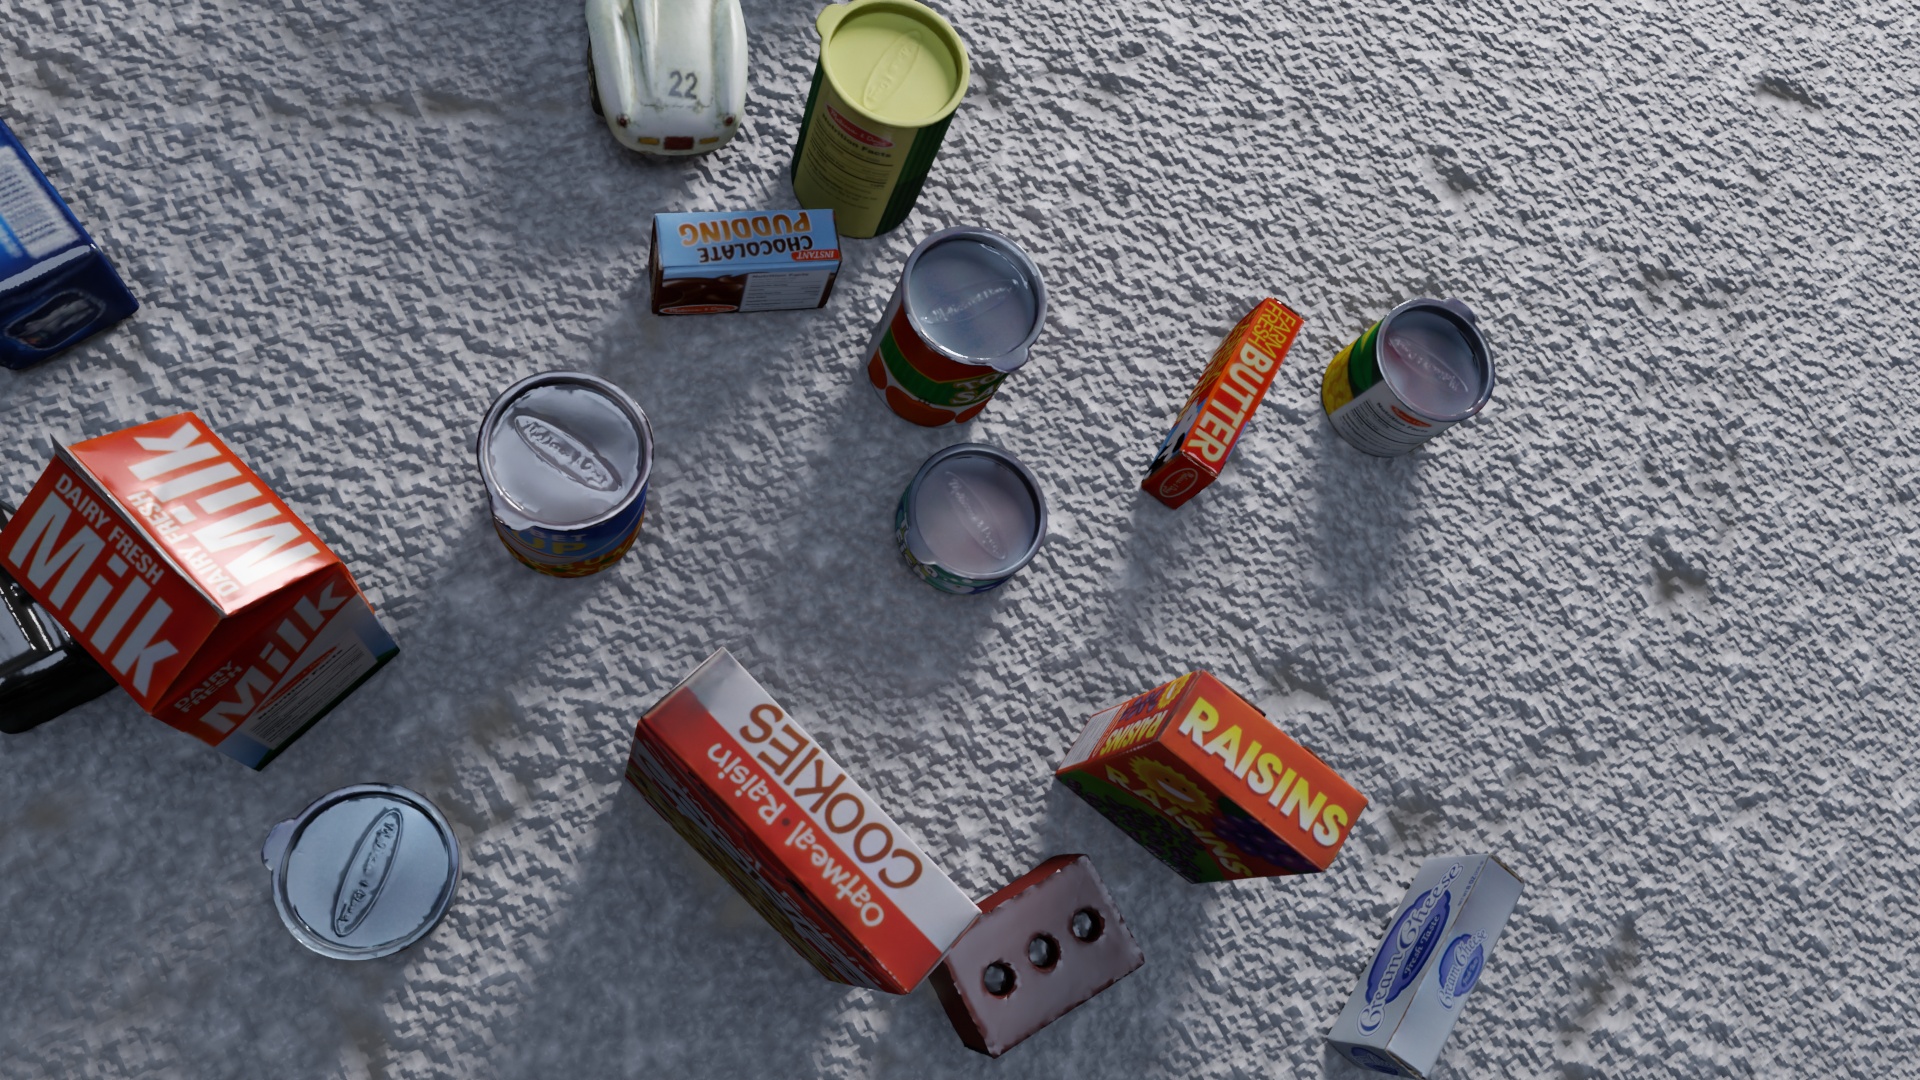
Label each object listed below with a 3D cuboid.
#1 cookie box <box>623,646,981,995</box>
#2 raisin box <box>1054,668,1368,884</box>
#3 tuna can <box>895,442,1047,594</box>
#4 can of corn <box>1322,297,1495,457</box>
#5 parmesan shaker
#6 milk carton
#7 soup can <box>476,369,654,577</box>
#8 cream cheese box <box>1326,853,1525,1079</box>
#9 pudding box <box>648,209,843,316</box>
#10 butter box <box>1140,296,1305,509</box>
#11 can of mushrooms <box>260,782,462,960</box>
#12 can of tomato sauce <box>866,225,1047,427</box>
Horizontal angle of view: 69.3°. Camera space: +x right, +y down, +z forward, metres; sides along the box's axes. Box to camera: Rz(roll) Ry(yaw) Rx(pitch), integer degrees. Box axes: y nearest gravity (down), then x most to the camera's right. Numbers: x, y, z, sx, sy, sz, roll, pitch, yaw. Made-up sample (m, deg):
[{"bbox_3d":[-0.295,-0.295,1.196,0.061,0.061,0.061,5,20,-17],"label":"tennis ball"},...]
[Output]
[{"bbox_3d":[-0.068,0.111,0.517,0.123,0.167,0.040,45,69,1],"label":"cookie box"},{"bbox_3d":[0.102,0.104,0.589,0.086,0.123,0.040,39,69,-2],"label":"raisin box"},{"bbox_3d":[0.002,-0.008,0.643,0.071,0.032,0.071,4,73,-14],"label":"tuna can"},{"bbox_3d":[0.230,-0.084,0.714,0.071,0.058,0.071,4,73,-14],"label":"can of corn"},{"bbox_3d":[-0.043,-0.196,0.649,0.071,0.102,0.071,4,73,-14],"label":"parmesan shaker"},{"bbox_3d":[-0.258,0.019,0.480,0.072,0.190,0.074,45,69,1],"label":"milk carton"},{"bbox_3d":[-0.165,-0.023,0.575,0.071,0.083,0.071,4,73,-14],"label":"soup can"},{"bbox_3d":[0.211,0.192,0.630,0.024,0.053,0.104,39,68,-2],"label":"cream cheese box"},{"bbox_3d":[-0.101,-0.128,0.642,0.084,0.049,0.030,-6,76,-17],"label":"pudding box"},{"bbox_3d":[0.129,-0.068,0.685,0.024,0.053,0.104,34,69,-4],"label":"butter box"},{"bbox_3d":[-0.231,0.128,0.540,0.071,0.033,0.071,4,73,-14],"label":"can of mushrooms"},{"bbox_3d":[-0.002,-0.094,0.641,0.071,0.083,0.071,4,73,-14],"label":"can of tomato sauce"}]
